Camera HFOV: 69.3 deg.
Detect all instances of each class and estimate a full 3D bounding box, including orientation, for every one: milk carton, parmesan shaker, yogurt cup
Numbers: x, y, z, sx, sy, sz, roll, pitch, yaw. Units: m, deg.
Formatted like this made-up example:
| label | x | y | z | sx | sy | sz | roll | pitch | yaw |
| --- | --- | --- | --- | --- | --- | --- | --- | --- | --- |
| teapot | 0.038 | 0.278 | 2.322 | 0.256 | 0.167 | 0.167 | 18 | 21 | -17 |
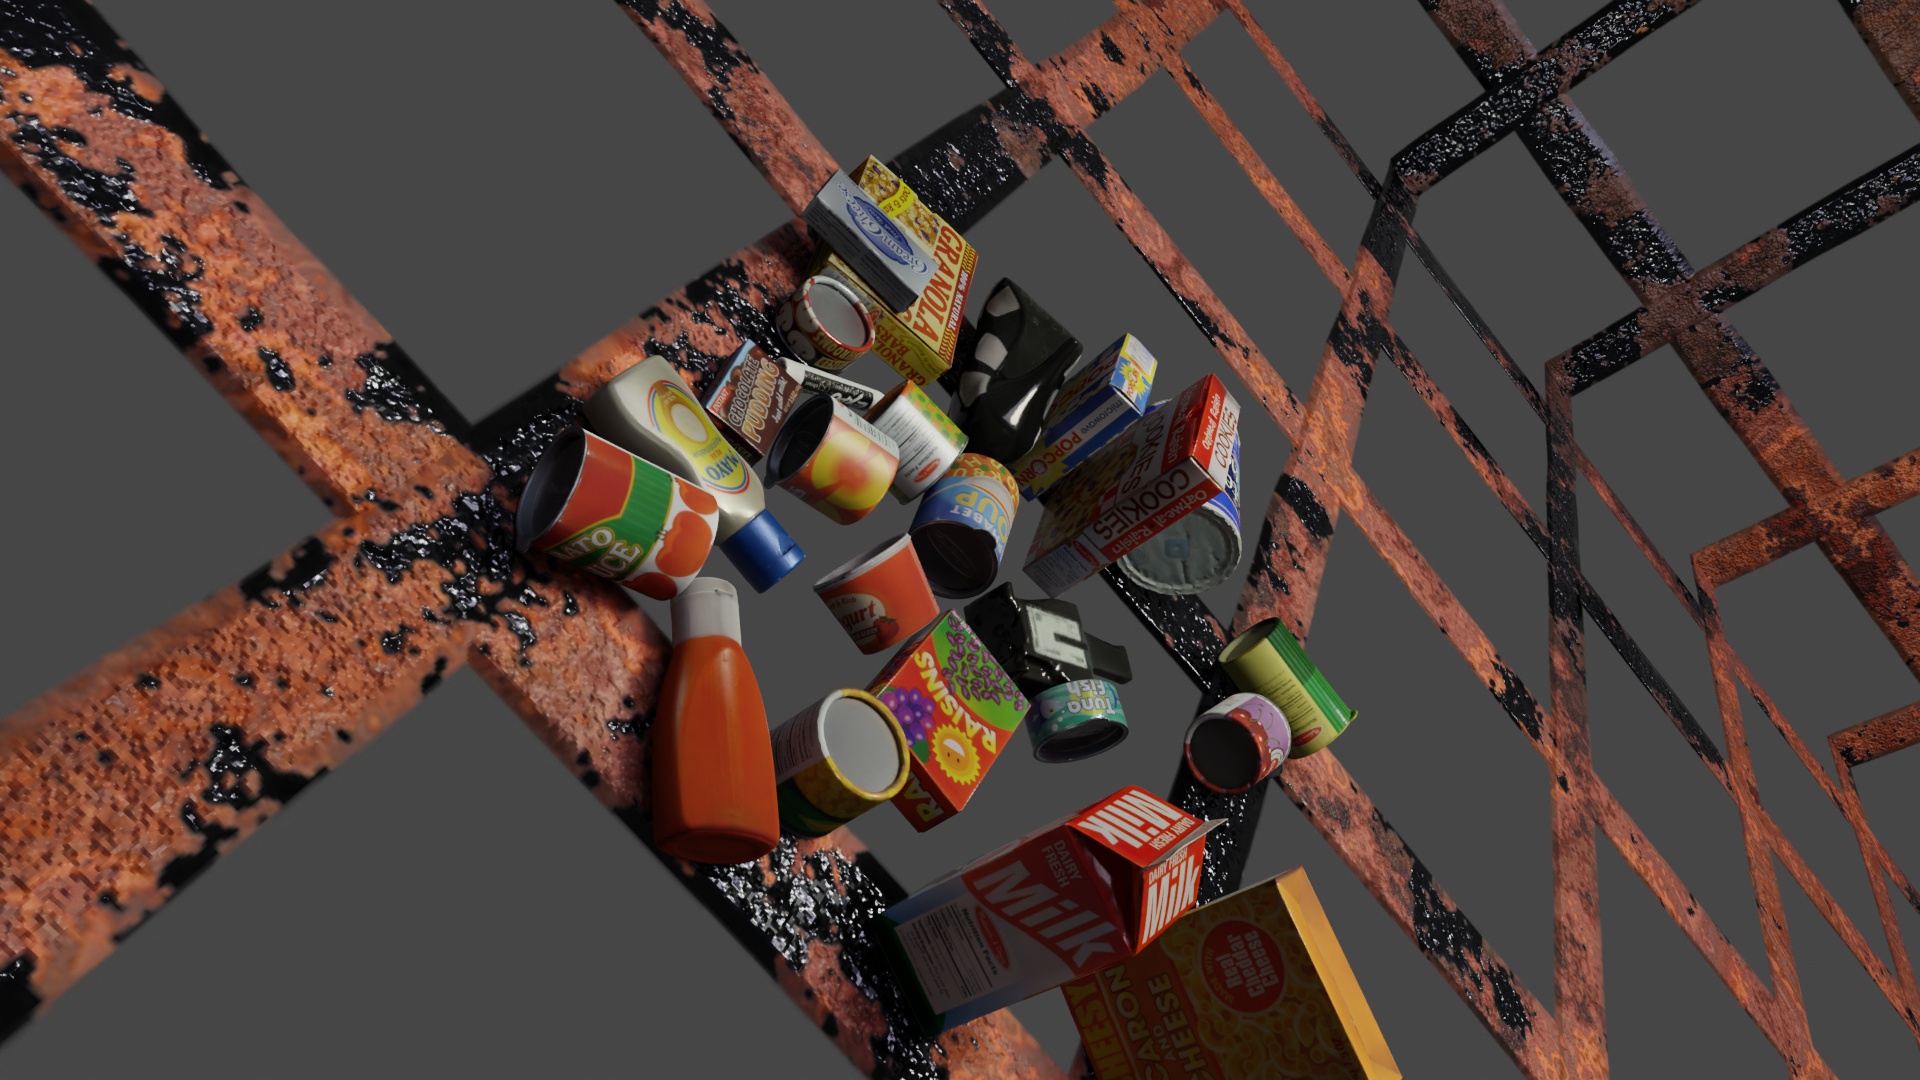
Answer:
| label | x | y | z | sx | sy | sz | roll | pitch | yaw |
| --- | --- | --- | --- | --- | --- | --- | --- | --- | --- |
| milk carton | 0.050 | 0.189 | 0.728 | 0.072 | 0.190 | 0.073 | -14 | 73 | -55 |
| parmesan shaker | 0.274 | 0.122 | 1.169 | 0.103 | 0.071 | 0.071 | 53 | 34 | -4 |
| yogurt cup | -0.049 | 0.034 | 0.854 | 0.054 | 0.072 | 0.073 | 61 | 33 | -7 |

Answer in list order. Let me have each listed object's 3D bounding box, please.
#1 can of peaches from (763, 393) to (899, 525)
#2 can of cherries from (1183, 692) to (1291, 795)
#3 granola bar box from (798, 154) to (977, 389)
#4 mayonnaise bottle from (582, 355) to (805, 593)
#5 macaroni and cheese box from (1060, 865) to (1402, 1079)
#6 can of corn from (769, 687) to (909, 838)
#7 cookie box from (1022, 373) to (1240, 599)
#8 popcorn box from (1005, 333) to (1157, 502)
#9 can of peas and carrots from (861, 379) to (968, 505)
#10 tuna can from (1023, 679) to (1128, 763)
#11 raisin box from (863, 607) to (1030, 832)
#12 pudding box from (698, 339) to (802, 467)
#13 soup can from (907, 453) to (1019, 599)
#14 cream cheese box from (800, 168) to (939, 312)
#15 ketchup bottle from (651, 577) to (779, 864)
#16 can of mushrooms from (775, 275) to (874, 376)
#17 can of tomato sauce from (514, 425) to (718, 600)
| label | x | y | z | sx | sy | sz | roll | pitch | yaw |
| --- | --- | --- | --- | --- | --- | --- | --- | --- | --- |
| can of peaches | -0.082 | -0.049 | 0.884 | 0.058 | 0.071 | 0.071 | 34 | 39 | -30 |
| can of cherries | 0.214 | 0.158 | 1.068 | 0.058 | 0.071 | 0.071 | -16 | 74 | -55 |
| granola bar box | -0.051 | -0.211 | 1.082 | 0.124 | 0.039 | 0.166 | 39 | 37 | -23 |
| mayonnaise bottle | -0.150 | -0.036 | 0.808 | 0.148 | 0.041 | 0.065 | 50 | 32 | -6 |
| macaroni and cheese box | 0.148 | 0.275 | 0.797 | 0.040 | 0.166 | 0.124 | -1 | 63 | -52 |
| can of corn | -0.068 | 0.122 | 0.758 | 0.071 | 0.058 | 0.071 | 31 | 41 | -31 |
| cookie box | 0.128 | -0.041 | 1.043 | 0.040 | 0.167 | 0.123 | 44 | 35 | -15 |
| popcorn box | 0.092 | -0.096 | 1.082 | 0.038 | 0.126 | 0.085 | 42 | 36 | -15 |
| can of peas and carrots | -0.038 | -0.068 | 0.954 | 0.058 | 0.070 | 0.071 | 45 | 35 | -14 |
| tuna can | 0.077 | 0.120 | 0.929 | 0.071 | 0.071 | 0.033 | 17 | 48 | -43 |
| raisin box | -0.015 | 0.108 | 0.853 | 0.086 | 0.040 | 0.124 | 52 | 33 | -6 |
| pudding box | -0.137 | -0.084 | 0.875 | 0.049 | 0.030 | 0.084 | 42 | 36 | -18 |
| soup can | 0.003 | -0.012 | 0.950 | 0.071 | 0.071 | 0.084 | 43 | 35 | -18 |
| cream cheese box | -0.066 | -0.218 | 1.013 | 0.103 | 0.024 | 0.054 | 43 | 38 | -15 |
| ketchup bottle | -0.130 | 0.090 | 0.723 | 0.064 | 0.043 | 0.149 | 23 | 45 | -40 |
| can of mushrooms | -0.094 | -0.150 | 0.982 | 0.071 | 0.033 | 0.071 | 32 | 39 | -31 |
| can of tomato sauce | -0.180 | -0.011 | 0.729 | 0.083 | 0.071 | 0.071 | 28 | 42 | -35 |
